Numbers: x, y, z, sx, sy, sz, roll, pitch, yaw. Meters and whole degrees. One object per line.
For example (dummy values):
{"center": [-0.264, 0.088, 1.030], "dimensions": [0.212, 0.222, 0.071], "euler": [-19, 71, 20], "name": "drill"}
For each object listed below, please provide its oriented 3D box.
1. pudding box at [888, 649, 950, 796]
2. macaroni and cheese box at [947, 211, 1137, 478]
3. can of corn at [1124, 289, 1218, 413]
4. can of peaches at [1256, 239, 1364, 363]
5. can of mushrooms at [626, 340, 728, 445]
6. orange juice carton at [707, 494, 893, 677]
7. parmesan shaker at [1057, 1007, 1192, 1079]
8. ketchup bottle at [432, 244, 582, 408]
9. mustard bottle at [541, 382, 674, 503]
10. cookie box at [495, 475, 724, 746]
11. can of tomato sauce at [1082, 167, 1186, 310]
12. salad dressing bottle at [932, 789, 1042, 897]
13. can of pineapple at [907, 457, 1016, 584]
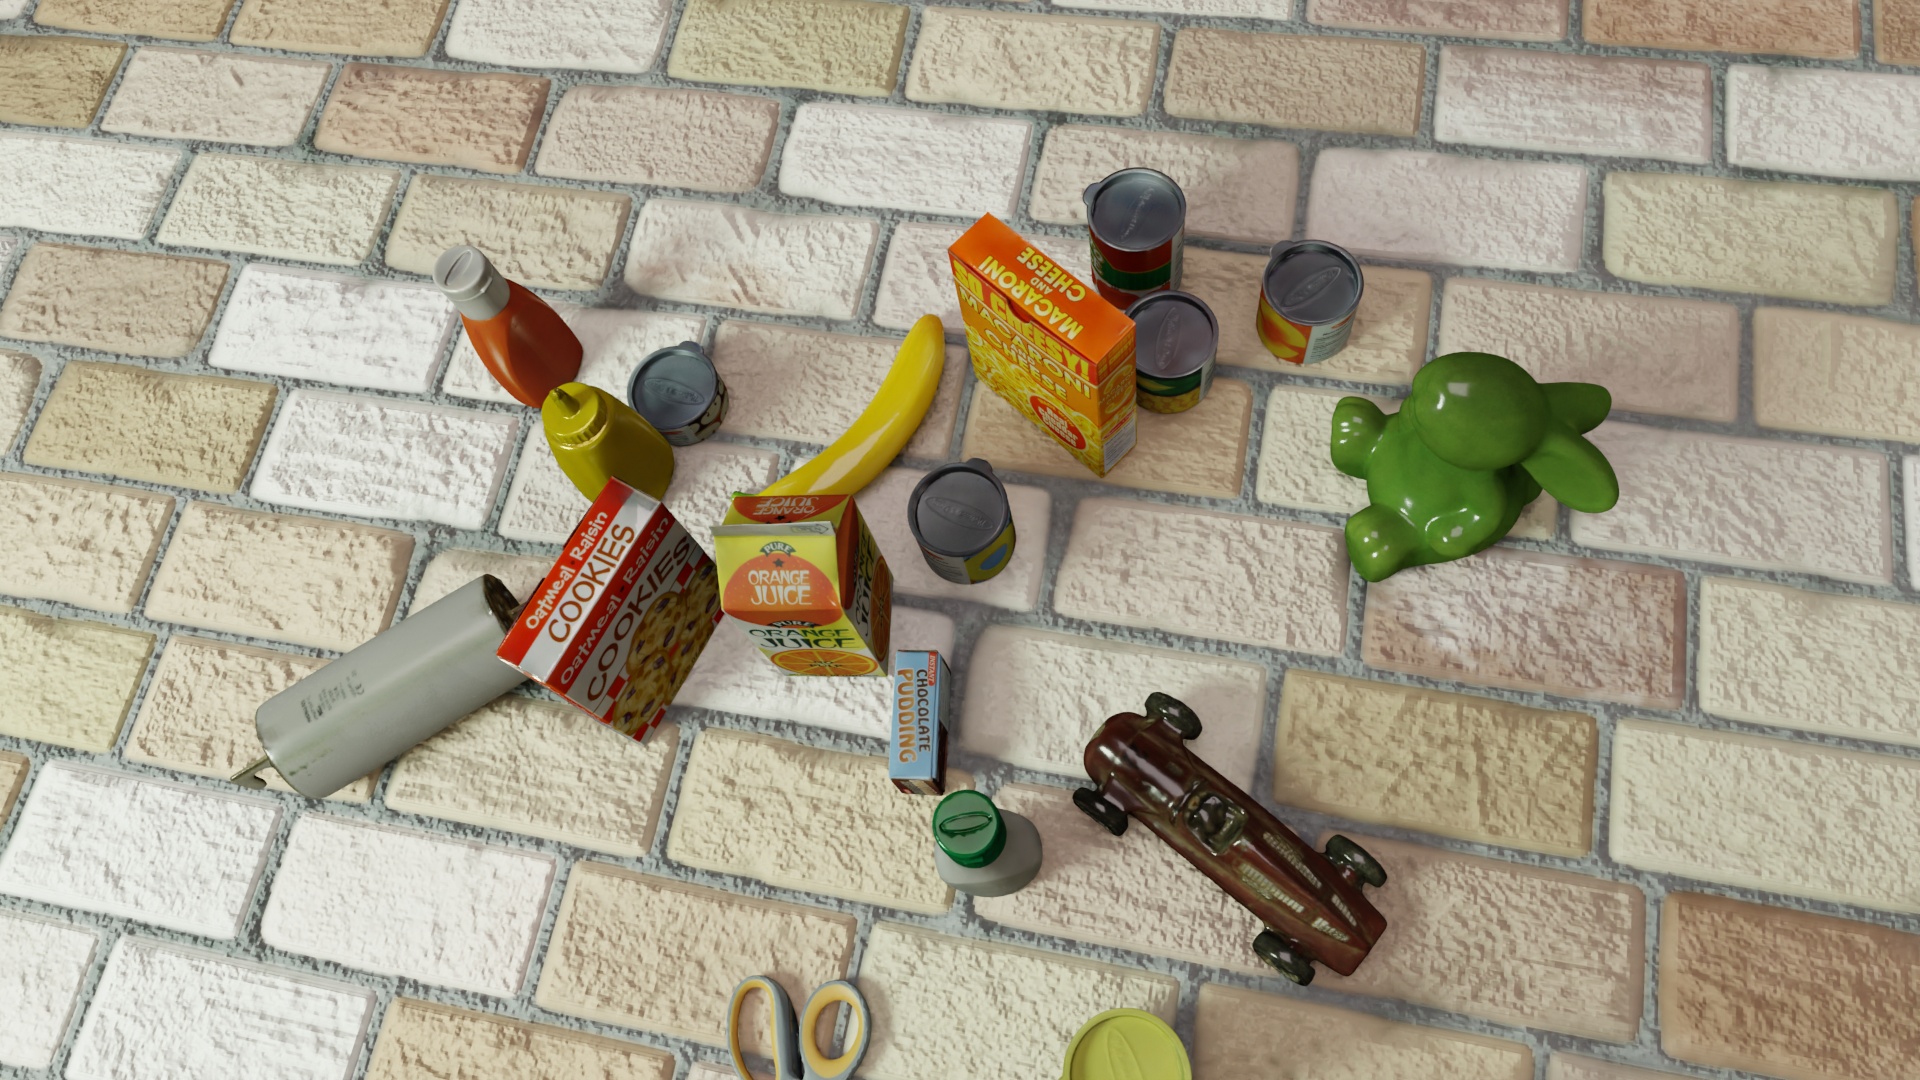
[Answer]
{"center": [-0.025, 0.115, 0.876], "dimensions": [0.030, 0.049, 0.084], "euler": [0, 69, 7], "name": "pudding box"}
{"center": [0.056, -0.120, 0.895], "dimensions": [0.124, 0.166, 0.040], "euler": [41, 79, 19], "name": "macaroni and cheese box"}
{"center": [0.139, -0.128, 0.945], "dimensions": [0.071, 0.058, 0.071], "euler": [-2, 69, 7], "name": "can of corn"}
{"center": [0.236, -0.163, 0.947], "dimensions": [0.071, 0.058, 0.071], "euler": [-2, 69, 7], "name": "can of peaches"}
{"center": [-0.200, -0.105, 0.994], "dimensions": [0.071, 0.033, 0.071], "euler": [-2, 69, 6], "name": "can of mushrooms"}
{"center": [-0.093, 0.025, 0.843], "dimensions": [0.072, 0.192, 0.073], "euler": [0, 69, 8], "name": "orange juice carton"}
{"center": [0.090, 0.294, 0.763], "dimensions": [0.071, 0.102, 0.071], "euler": [-3, 69, 7], "name": "parmesan shaker"}
{"center": [-0.314, -0.150, 0.964], "dimensions": [0.043, 0.148, 0.065], "euler": [23, 74, 15], "name": "ketchup bottle"}
{"center": [-0.238, -0.067, 0.915], "dimensions": [0.049, 0.159, 0.065], "euler": [24, 74, 15], "name": "mustard bottle"}
{"center": [-0.207, 0.049, 0.862], "dimensions": [0.040, 0.167, 0.123], "euler": [25, 74, 16], "name": "cookie box"}
{"center": [0.120, -0.208, 0.965], "dimensions": [0.071, 0.083, 0.071], "euler": [-2, 69, 7], "name": "can of tomato sauce"}
{"center": [0.012, 0.174, 0.796], "dimensions": [0.064, 0.147, 0.044], "euler": [-11, 68, 3], "name": "salad dressing bottle"}
{"center": [0.003, -0.012, 0.918], "dimensions": [0.071, 0.057, 0.071], "euler": [-2, 69, 7], "name": "can of pineapple"}
